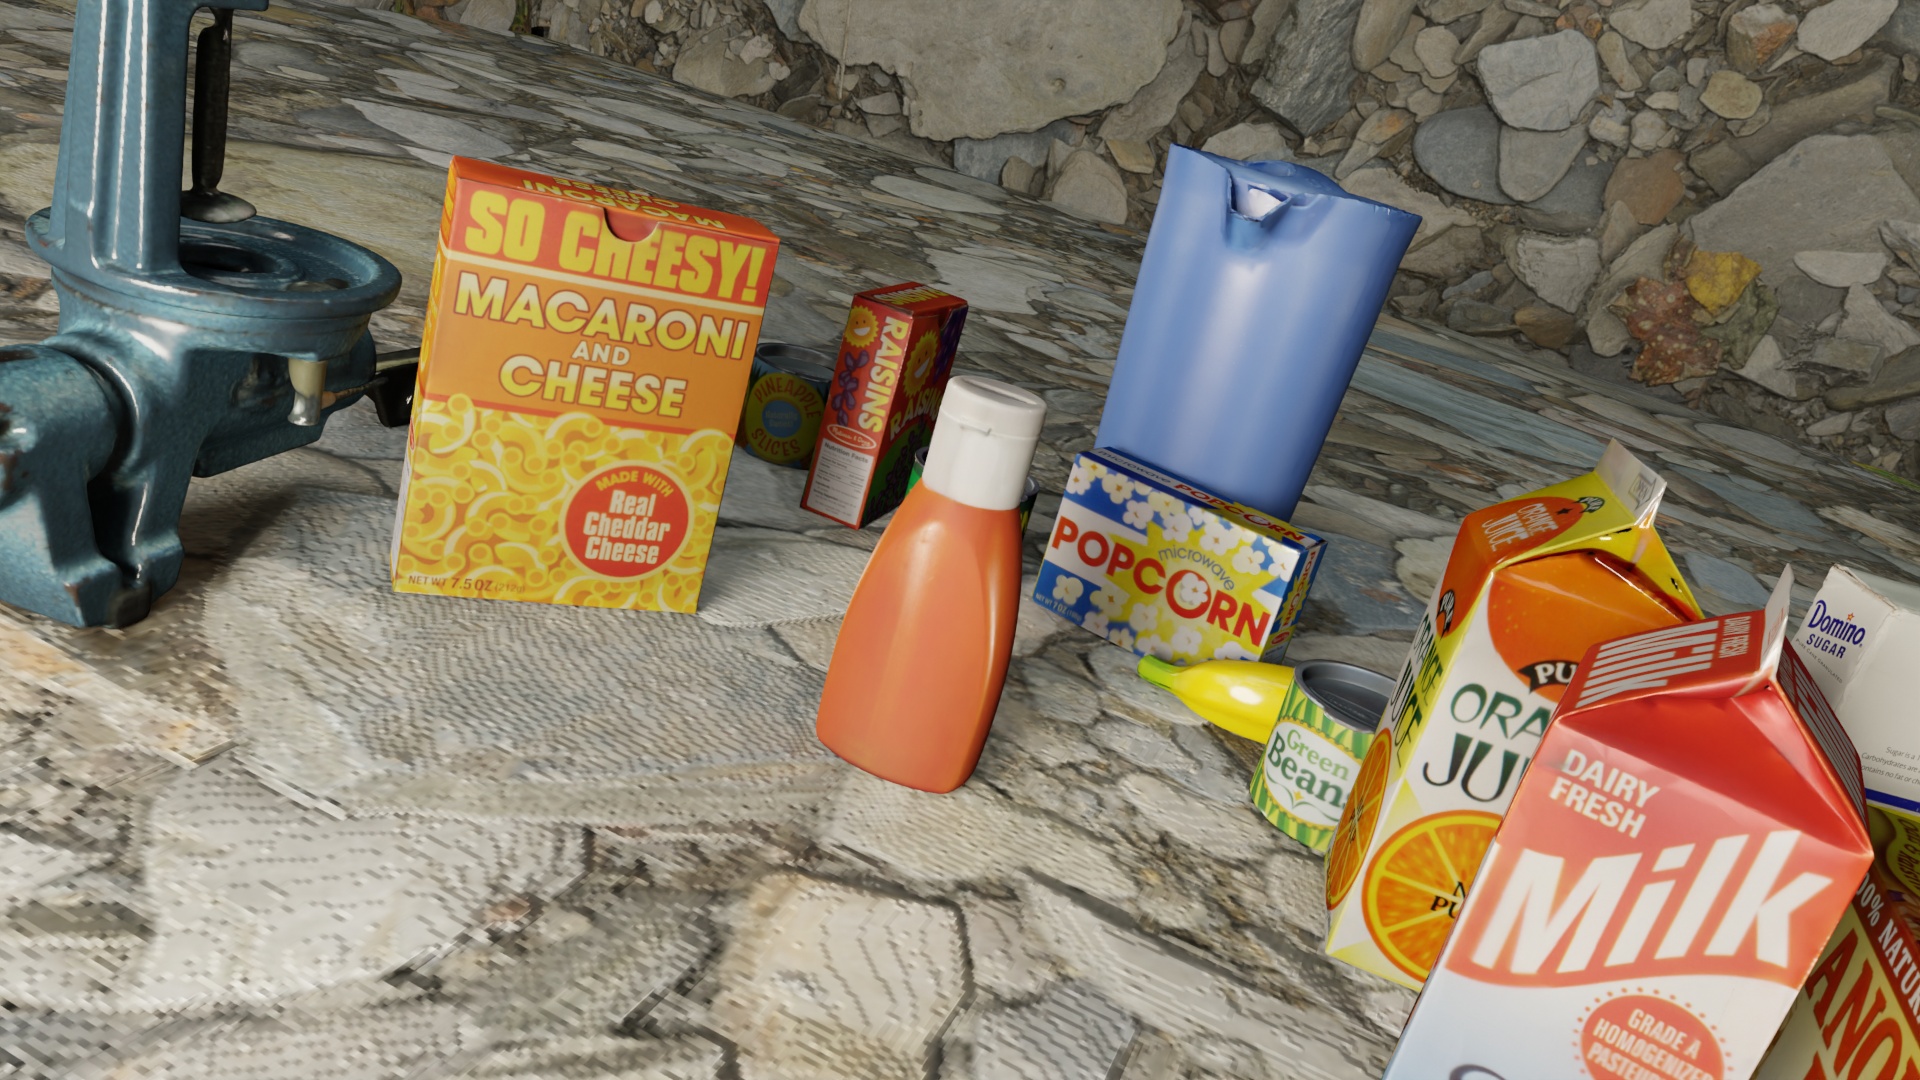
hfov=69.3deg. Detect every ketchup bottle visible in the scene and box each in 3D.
[{"bbox_3d":[-0.006,0.016,0.505,0.065,0.148,0.044,21,19,14],"label":"ketchup bottle"}]

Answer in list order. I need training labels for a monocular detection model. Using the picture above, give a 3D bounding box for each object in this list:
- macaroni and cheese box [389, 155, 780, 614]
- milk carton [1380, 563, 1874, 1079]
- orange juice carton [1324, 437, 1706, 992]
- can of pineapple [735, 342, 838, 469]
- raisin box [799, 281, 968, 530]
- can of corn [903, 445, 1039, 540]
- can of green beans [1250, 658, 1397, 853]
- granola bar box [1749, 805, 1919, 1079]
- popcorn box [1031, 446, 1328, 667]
[{"bbox_3d":[-0.151,-0.056,0.557,0.124,0.165,0.040,6,21,-27],"label":"macaroni and cheese box"},{"bbox_3d":[0.174,0.097,0.363,0.073,0.189,0.072,25,21,24],"label":"milk carton"},{"bbox_3d":[0.192,0.060,0.476,0.073,0.192,0.072,19,19,8],"label":"orange juice carton"},{"bbox_3d":[-0.098,-0.080,0.828,0.071,0.057,0.071,15,19,-5],"label":"can of pineapple"},{"bbox_3d":[-0.041,-0.076,0.766,0.040,0.123,0.086,21,20,15],"label":"raisin box"},{"bbox_3d":[0.003,-0.009,0.714,0.071,0.058,0.071,15,19,-5],"label":"can of corn"},{"bbox_3d":[0.159,0.090,0.571,0.071,0.057,0.071,15,19,-5],"label":"can of green beans"},{"bbox_3d":[0.229,0.154,0.351,0.039,0.123,0.166,22,20,16],"label":"granola bar box"},{"bbox_3d":[0.105,0.015,0.690,0.127,0.085,0.038,27,21,27],"label":"popcorn box"}]
